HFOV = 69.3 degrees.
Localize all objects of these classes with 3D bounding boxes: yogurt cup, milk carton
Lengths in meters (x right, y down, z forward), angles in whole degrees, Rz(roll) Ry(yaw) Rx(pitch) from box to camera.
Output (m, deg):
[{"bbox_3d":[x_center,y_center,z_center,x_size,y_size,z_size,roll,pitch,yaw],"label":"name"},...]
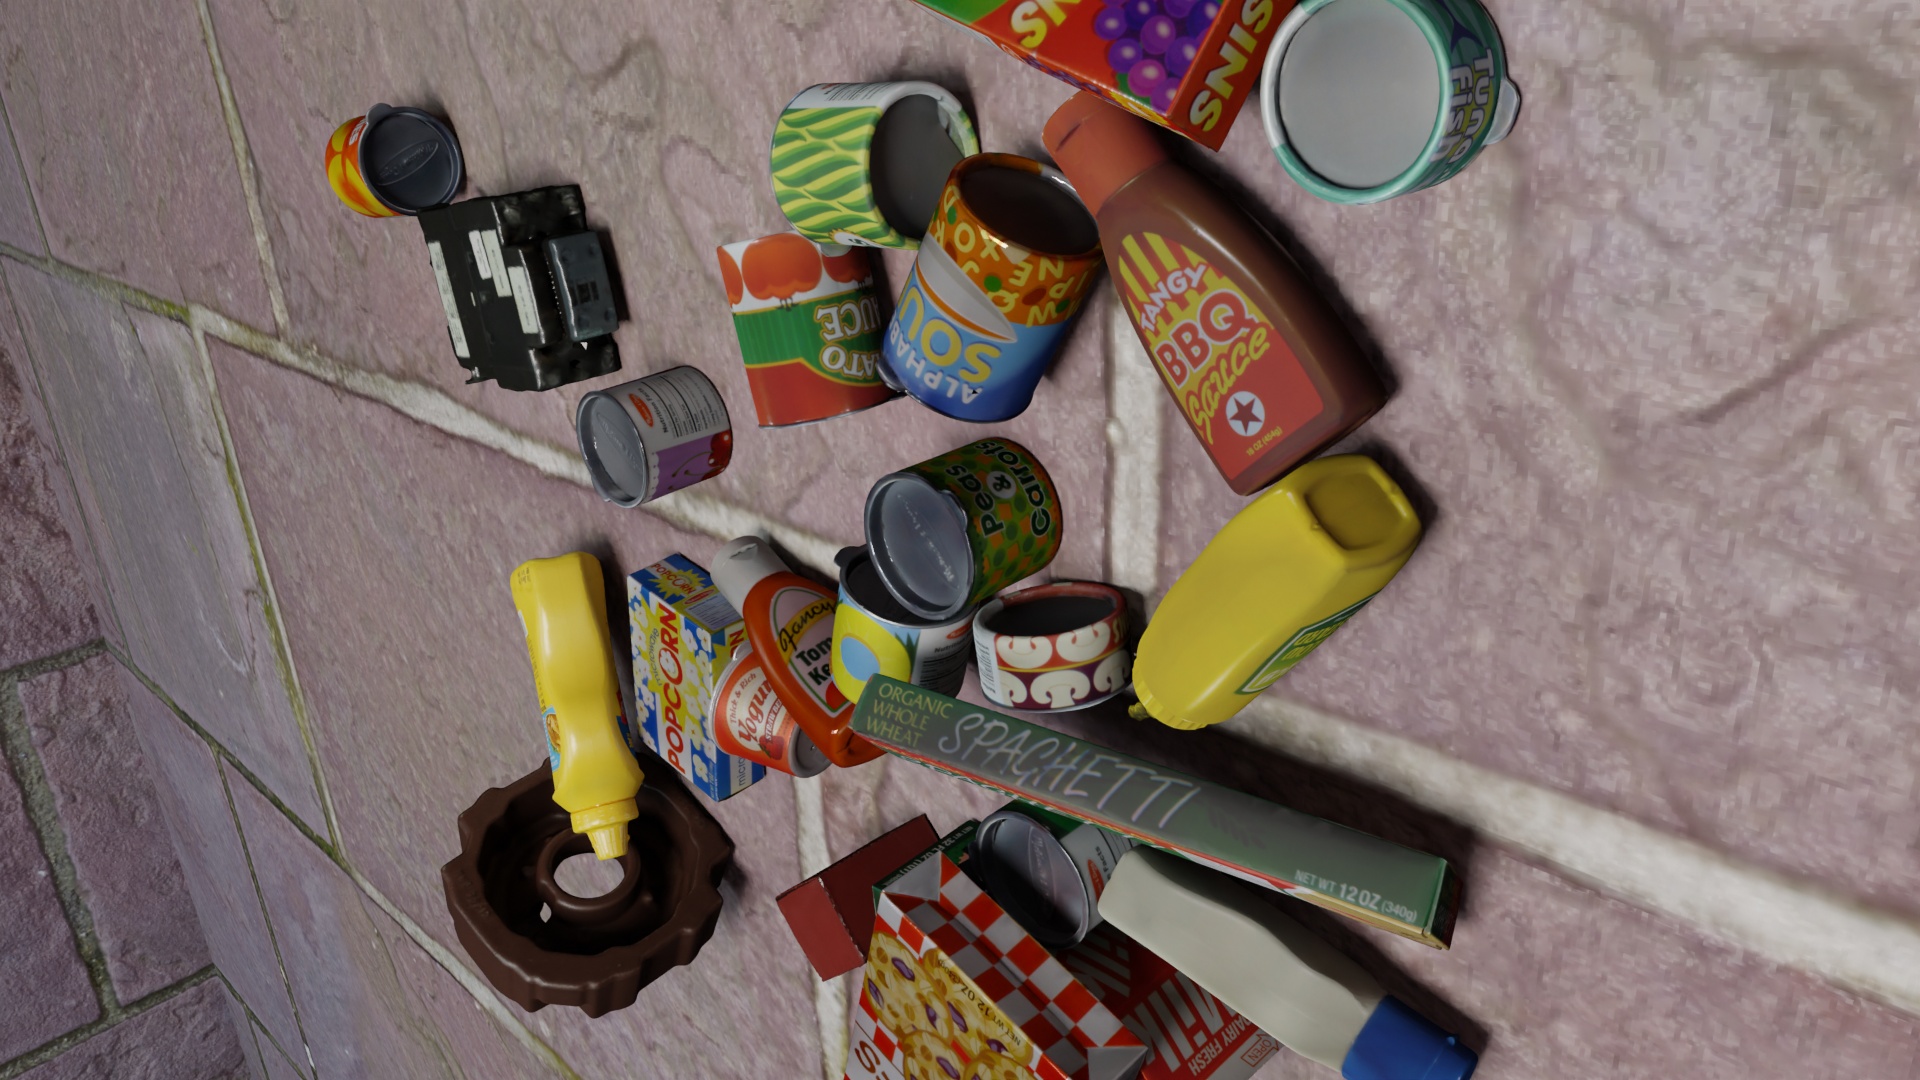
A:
[{"bbox_3d":[-0.095,0.094,0.755,0.054,0.073,0.072,21,123,31],"label":"yogurt cup"},{"bbox_3d":[0.051,0.207,0.643,0.190,0.072,0.073,16,121,43],"label":"milk carton"}]

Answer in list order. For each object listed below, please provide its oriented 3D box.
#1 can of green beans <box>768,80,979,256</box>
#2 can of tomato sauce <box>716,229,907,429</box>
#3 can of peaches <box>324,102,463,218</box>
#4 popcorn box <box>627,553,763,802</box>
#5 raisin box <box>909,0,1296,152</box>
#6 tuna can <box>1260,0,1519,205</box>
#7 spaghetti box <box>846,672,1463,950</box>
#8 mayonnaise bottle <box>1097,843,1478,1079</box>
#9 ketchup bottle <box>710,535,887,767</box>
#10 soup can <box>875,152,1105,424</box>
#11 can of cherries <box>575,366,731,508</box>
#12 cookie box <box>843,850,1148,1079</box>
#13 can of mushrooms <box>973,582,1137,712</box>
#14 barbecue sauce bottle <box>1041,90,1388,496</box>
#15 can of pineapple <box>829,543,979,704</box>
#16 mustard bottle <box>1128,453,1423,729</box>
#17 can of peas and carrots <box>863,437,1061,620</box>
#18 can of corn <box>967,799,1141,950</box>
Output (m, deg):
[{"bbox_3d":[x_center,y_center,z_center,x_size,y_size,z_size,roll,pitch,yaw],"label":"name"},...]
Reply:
[{"bbox_3d":[-0.034,-0.152,0.564,0.058,0.071,0.071,15,119,42],"label":"can of green beans"},{"bbox_3d":[-0.067,-0.099,0.627,0.071,0.071,0.083,2,109,47],"label":"can of tomato sauce"},{"bbox_3d":[-0.359,-0.239,0.876,0.058,0.071,0.071,10,116,46],"label":"can of peaches"},{"bbox_3d":[-0.159,0.084,0.839,0.085,0.038,0.126,29,128,37],"label":"popcorn box"},{"bbox_3d":[0.049,-0.192,0.452,0.123,0.040,0.086,36,107,31],"label":"raisin box"},{"bbox_3d":[0.128,-0.135,0.420,0.071,0.033,0.070,24,125,39],"label":"tuna can"},{"bbox_3d":[0.068,0.103,0.551,0.250,0.050,0.029,14,75,30],"label":"spaghetti box"},{"bbox_3d":[0.128,0.174,0.551,0.148,0.065,0.041,31,96,32],"label":"mayonnaise bottle"},{"bbox_3d":[-0.079,0.052,0.720,0.149,0.065,0.043,42,149,38],"label":"ketchup bottle"},{"bbox_3d":[0.011,-0.097,0.538,0.071,0.071,0.083,47,137,20],"label":"soup can"},{"bbox_3d":[-0.169,-0.057,0.766,0.071,0.058,0.071,23,125,38],"label":"can of cherries"},{"bbox_3d":[0.007,0.239,0.618,0.123,0.040,0.166,37,134,29],"label":"cookie box"},{"bbox_3d":[0.041,0.043,0.580,0.071,0.071,0.033,8,113,46],"label":"can of mushrooms"},{"bbox_3d":[0.082,-0.092,0.484,0.148,0.044,0.064,58,140,9],"label":"barbecue sauce bottle"},{"bbox_3d":[-0.028,0.040,0.651,0.071,0.071,0.057,36,132,31],"label":"can of pineapple"},{"bbox_3d":[0.102,0.031,0.511,0.049,0.065,0.159,56,145,19],"label":"mustard bottle"},{"bbox_3d":[0.002,-0.008,0.601,0.071,0.059,0.070,22,123,39],"label":"can of peas and carrots"},{"bbox_3d":[0.048,0.138,0.622,0.071,0.058,0.070,24,125,39],"label":"can of corn"}]
